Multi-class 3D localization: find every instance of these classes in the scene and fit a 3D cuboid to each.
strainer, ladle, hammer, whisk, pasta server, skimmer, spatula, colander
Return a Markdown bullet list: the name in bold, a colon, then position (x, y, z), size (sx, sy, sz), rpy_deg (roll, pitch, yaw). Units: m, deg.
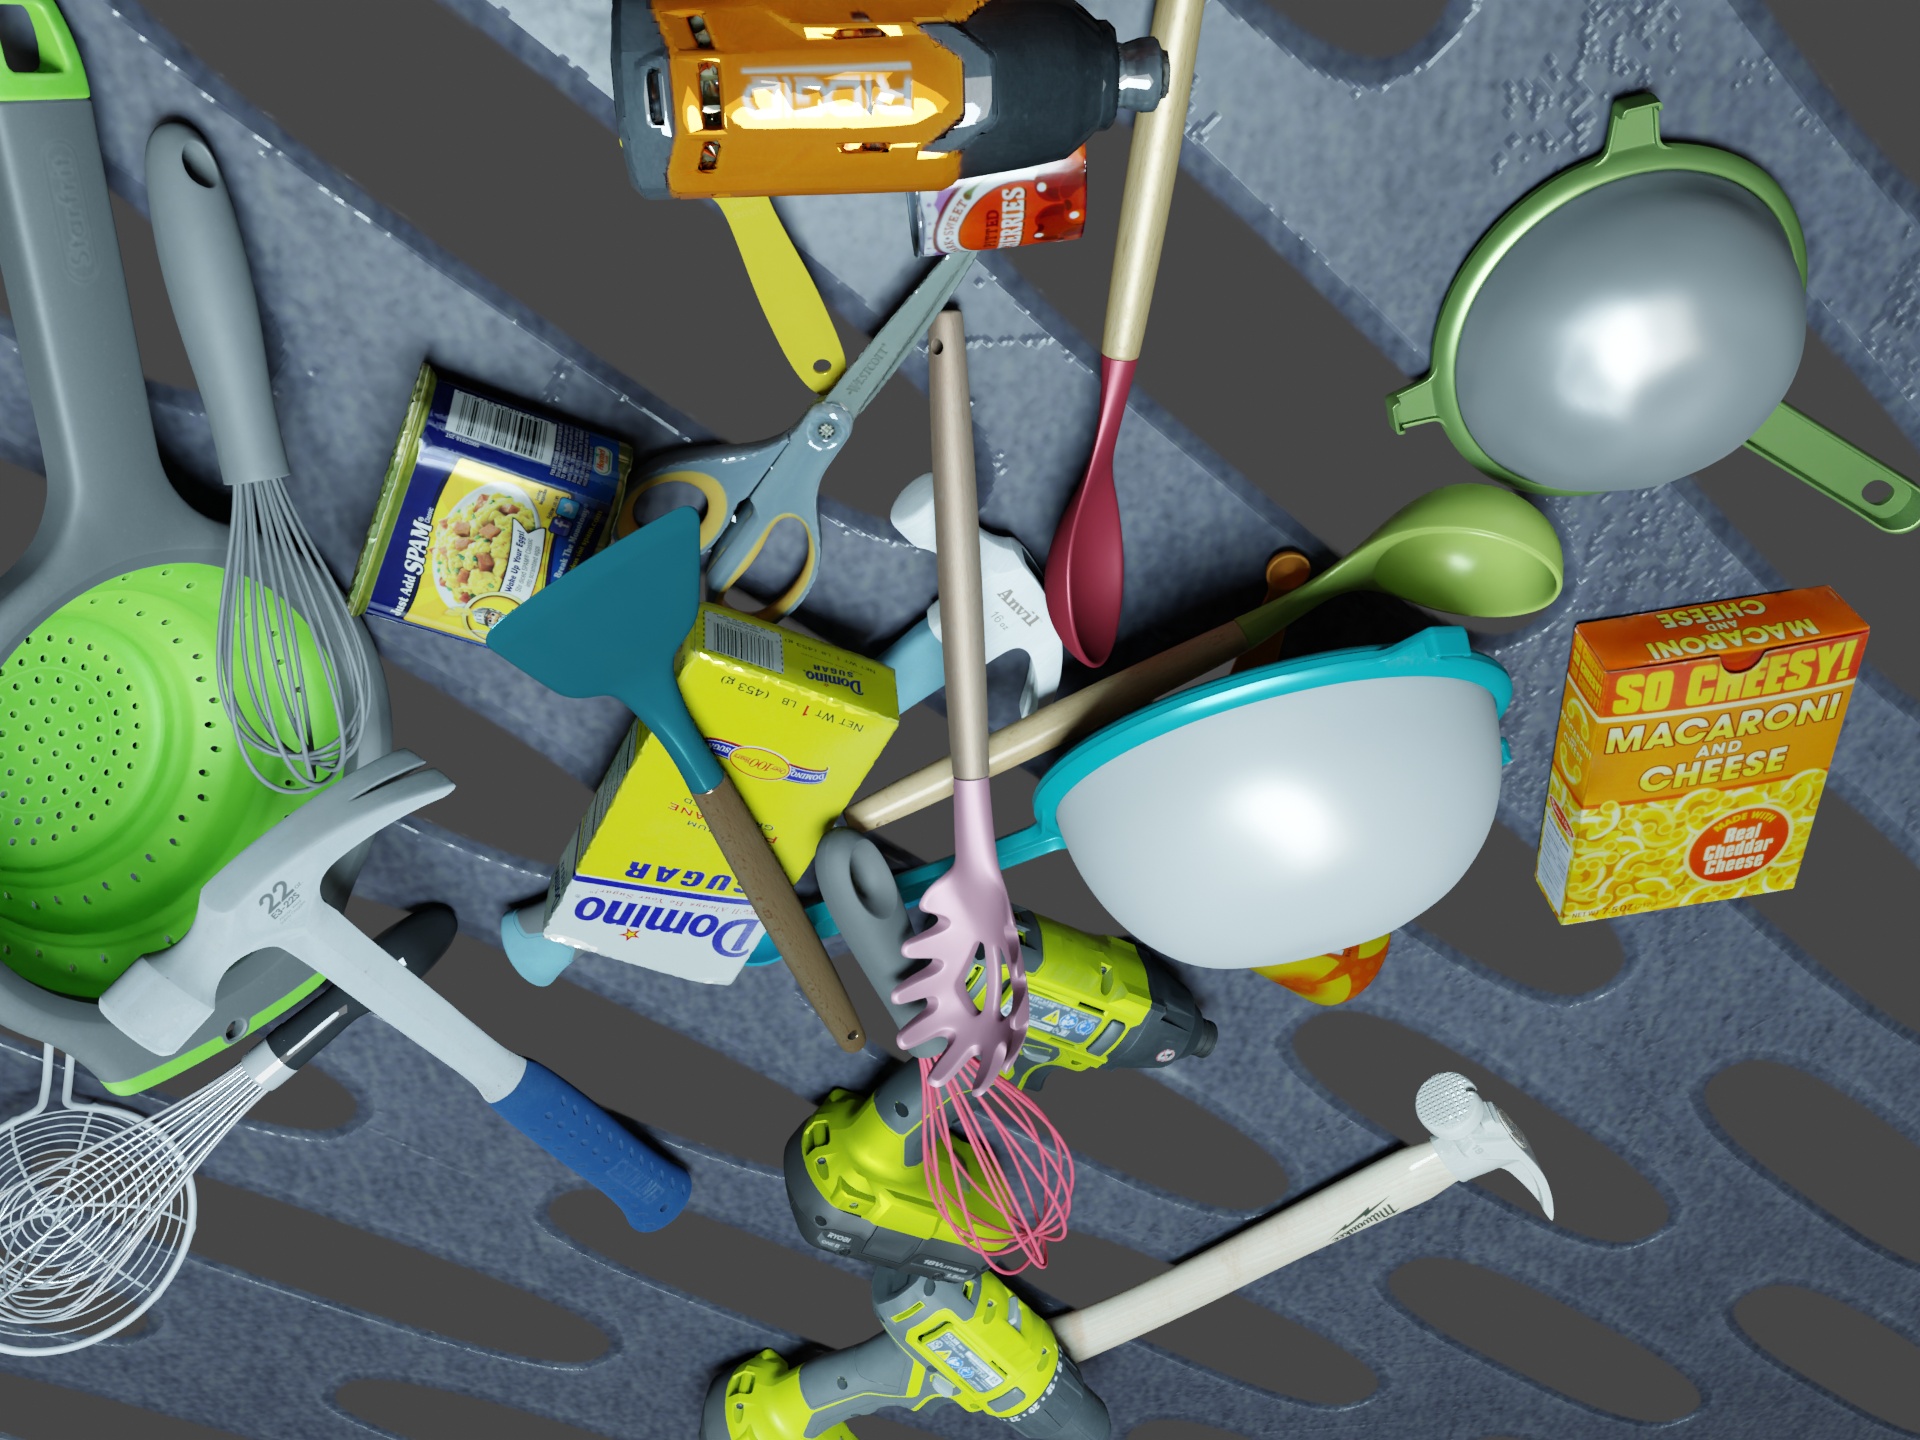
- **strainer**: position (0.086, 0.074, 0.700), size (0.340, 0.095, 0.210), rpy_deg (-21, 158, 17)
- **ladle**: position (0.100, -0.015, 0.673), size (0.320, 0.062, 0.078), rpy_deg (-25, 156, 1)
- **hammer**: position (-0.216, 0.162, 0.754), size (0.144, 0.035, 0.405), rpy_deg (-50, 148, -18)
- **whisk**: position (-0.008, 0.160, 0.738), size (0.073, 0.073, 0.295), rpy_deg (-17, 125, 7)
- **strainer**: position (0.311, -0.121, 0.637), size (0.256, 0.069, 0.151), rpy_deg (22, 123, -21)
- **pasta server**: position (-0.001, -0.002, 0.639), size (0.060, 0.040, 0.316), rpy_deg (6, 107, 32)
- **skimmer**: position (-0.424, 0.163, 0.761), size (0.127, 0.090, 0.363), rpy_deg (-3, 131, -36)
- **spatula**: position (-0.089, 0.048, 0.638), size (0.082, 0.044, 0.317), rpy_deg (-35, 133, -14)
- **whisk**: position (-0.255, -0.087, 0.568), size (0.055, 0.055, 0.239), rpy_deg (-7, 105, -1)
- **hammer**: position (0.175, 0.357, 1.025), size (0.410, 0.038, 0.146), rpy_deg (-33, 126, 19)
- **hammer**: position (-0.093, 0.027, 0.730), size (0.331, 0.033, 0.128), rpy_deg (-36, 123, 20)
- **whisk**: position (-0.356, 0.185, 0.759), size (0.284, 0.070, 0.070), rpy_deg (-40, 126, -6)
- **colander**: position (-0.333, -0.058, 0.592), size (0.094, 0.204, 0.396), rpy_deg (13, 116, 26)
- **ladle**: position (0.064, -0.161, 0.593), size (0.031, 0.069, 0.315), rpy_deg (17, 124, 15)

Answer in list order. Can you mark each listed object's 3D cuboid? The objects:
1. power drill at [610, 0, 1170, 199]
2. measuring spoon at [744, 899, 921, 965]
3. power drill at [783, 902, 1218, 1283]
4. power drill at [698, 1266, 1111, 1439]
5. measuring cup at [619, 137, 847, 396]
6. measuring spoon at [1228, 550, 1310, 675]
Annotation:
- **power drill**: position (-0.021, -0.265, 0.442), size (0.164, 0.084, 0.226), rpy_deg (-2, 113, -4)
- **measuring spoon**: position (-0.060, 0.090, 0.798), size (0.128, 0.021, 0.042), rpy_deg (-15, 128, -6)
- **power drill**: position (0.019, 0.201, 0.857), size (0.171, 0.080, 0.223), rpy_deg (24, 119, -23)
- **power drill**: position (-0.035, 0.441, 1.021), size (0.228, 0.080, 0.190), rpy_deg (-36, 109, 20)
- **measuring cup**: position (-0.073, -0.182, 0.576), size (0.062, 0.029, 0.156), rpy_deg (-16, 140, 7)
- **measuring spoon**: position (0.134, -0.031, 0.728), size (0.021, 0.011, 0.116), rpy_deg (3, 132, -11)
